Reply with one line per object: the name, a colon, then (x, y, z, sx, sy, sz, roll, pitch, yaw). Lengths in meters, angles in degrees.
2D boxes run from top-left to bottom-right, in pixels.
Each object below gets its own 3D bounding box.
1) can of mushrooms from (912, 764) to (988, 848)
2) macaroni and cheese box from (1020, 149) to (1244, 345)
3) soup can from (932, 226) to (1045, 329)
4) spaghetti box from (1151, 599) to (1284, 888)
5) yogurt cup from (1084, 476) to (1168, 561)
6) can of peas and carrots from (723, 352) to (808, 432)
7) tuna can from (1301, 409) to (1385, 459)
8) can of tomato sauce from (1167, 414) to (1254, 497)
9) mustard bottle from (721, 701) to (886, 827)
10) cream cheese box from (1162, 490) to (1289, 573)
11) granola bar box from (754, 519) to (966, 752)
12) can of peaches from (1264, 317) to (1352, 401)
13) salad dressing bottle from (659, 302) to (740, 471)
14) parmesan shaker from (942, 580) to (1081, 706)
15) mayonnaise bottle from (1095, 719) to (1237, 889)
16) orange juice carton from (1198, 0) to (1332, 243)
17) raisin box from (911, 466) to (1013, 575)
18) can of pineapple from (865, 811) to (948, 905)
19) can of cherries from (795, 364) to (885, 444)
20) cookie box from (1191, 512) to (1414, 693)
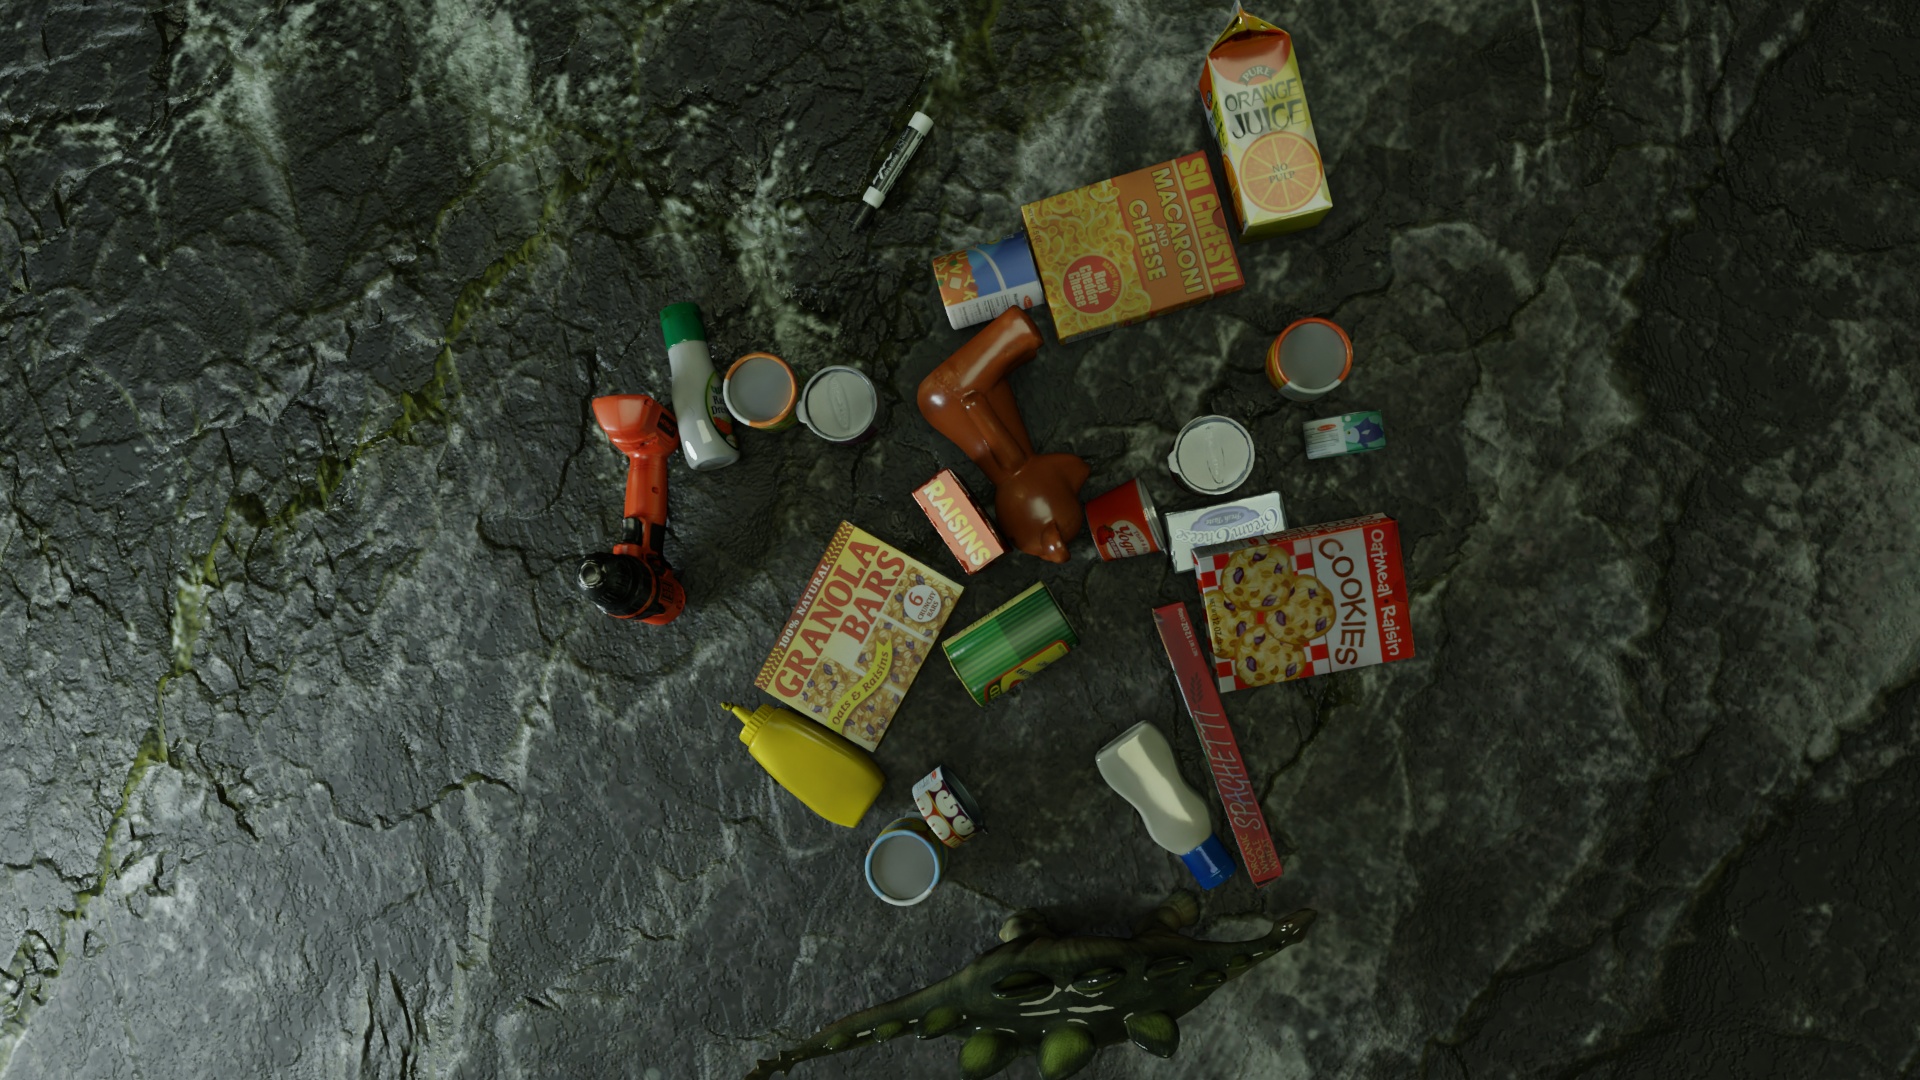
can of mushrooms: (-0.009, 0.232, 1.202, 0.033, 0.071, 0.071, -36, 87, 4)
macaroni and cheese box: (0.149, -0.254, 1.211, 0.166, 0.040, 0.123, -16, 88, 5)
soup can: (0.024, -0.229, 1.209, 0.084, 0.071, 0.071, -16, 88, 5)
spaghetti box: (0.220, 0.171, 1.192, 0.028, 0.050, 0.250, -20, 88, 6)
yogurt cup: (0.141, -0.015, 1.197, 0.054, 0.072, 0.072, -20, 88, 12)
can of peas and carrots: (-0.169, -0.132, 1.226, 0.071, 0.059, 0.071, 0, 90, 5)
tuna can: (0.328, -0.090, 1.182, 0.071, 0.071, 0.033, -9, 90, 5)
can of tomato sauce: (0.210, -0.070, 1.181, 0.071, 0.083, 0.071, 0, 89, 5)
mustard bottle: (-0.143, 0.186, 1.223, 0.160, 0.049, 0.065, 35, 92, 5)
cream cheese box: (0.231, -0.008, 1.207, 0.104, 0.024, 0.053, -12, 89, 5)
granola bar box: (-0.087, 0.083, 1.225, 0.124, 0.039, 0.165, 29, 92, 4)
can of peaches: (0.297, -0.157, 1.188, 0.071, 0.058, 0.071, 0, 90, 5)
salad dressing bottle: (-0.234, -0.137, 1.233, 0.044, 0.064, 0.148, -18, 80, 14)
parmesan shaker: (0.044, 0.089, 1.197, 0.103, 0.071, 0.071, -32, 87, 4)
mayonnaise bottle: (0.181, 0.231, 1.200, 0.065, 0.041, 0.148, -36, 87, 5)
orange juice carton: (0.255, -0.360, 1.189, 0.073, 0.072, 0.192, -14, 88, 4)
raisin box: (0.004, -0.015, 1.177, 0.040, 0.123, 0.086, -35, 86, 4)
can of pineapple: (-0.047, 0.277, 1.208, 0.071, 0.058, 0.071, 0, 89, 5)
can of cherries: (-0.105, -0.118, 1.221, 0.071, 0.058, 0.071, 0, 90, 5)
cookie box: (0.291, 0.053, 1.180, 0.167, 0.040, 0.122, -11, 103, 4)
